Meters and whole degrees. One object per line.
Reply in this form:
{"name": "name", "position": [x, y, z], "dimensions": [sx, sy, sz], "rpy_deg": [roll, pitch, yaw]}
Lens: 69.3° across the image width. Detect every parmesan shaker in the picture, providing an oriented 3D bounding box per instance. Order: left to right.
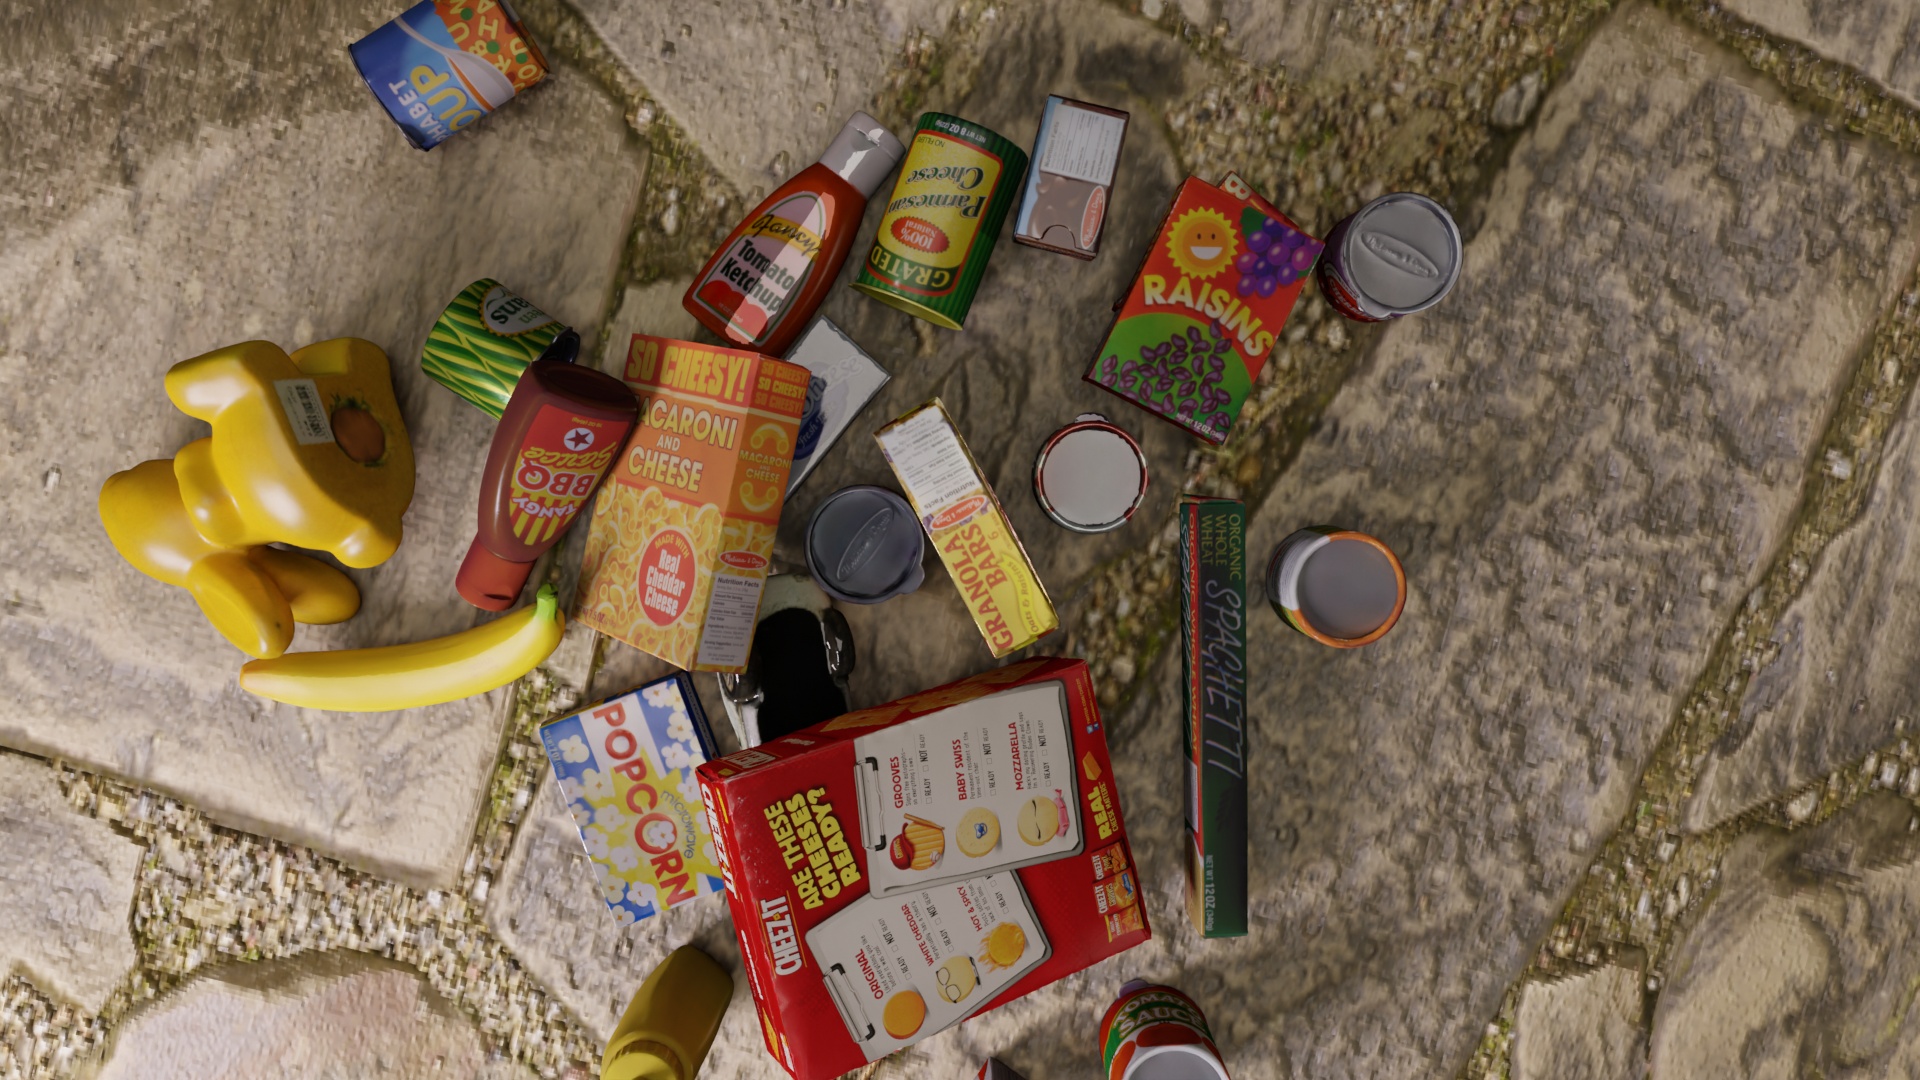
{"name": "parmesan shaker", "position": [-0.013, -0.178, 0.774], "dimensions": [0.071, 0.071, 0.103], "rpy_deg": [21, 92, -1]}

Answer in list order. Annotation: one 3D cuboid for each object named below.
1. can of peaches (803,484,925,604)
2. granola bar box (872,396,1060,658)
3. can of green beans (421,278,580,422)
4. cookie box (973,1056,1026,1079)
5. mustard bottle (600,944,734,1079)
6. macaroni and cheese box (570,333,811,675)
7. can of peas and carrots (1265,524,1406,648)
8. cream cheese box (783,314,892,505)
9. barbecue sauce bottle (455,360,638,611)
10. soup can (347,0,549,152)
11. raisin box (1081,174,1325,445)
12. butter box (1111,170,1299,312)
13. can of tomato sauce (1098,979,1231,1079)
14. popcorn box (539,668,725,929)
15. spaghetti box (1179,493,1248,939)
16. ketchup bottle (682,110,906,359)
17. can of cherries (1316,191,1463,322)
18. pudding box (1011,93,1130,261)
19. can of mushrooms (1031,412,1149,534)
{"name": "can of peaches", "position": [-0.051, 0.003, 0.785], "dimensions": [0.071, 0.058, 0.071], "rpy_deg": [0, 92, -1]}
{"name": "granola bar box", "position": [0.003, -0.009, 0.732], "dimensions": [0.039, 0.165, 0.124], "rpy_deg": [-28, 92, 0]}
{"name": "can of green beans", "position": [-0.256, -0.104, 0.775], "dimensions": [0.058, 0.071, 0.071], "rpy_deg": [34, 92, -1]}
{"name": "cookie box", "position": [0.051, 0.404, 0.812], "dimensions": [0.167, 0.040, 0.123], "rpy_deg": [35, 92, -2]}
{"name": "mustard bottle", "position": [-0.162, 0.272, 0.745], "dimensions": [0.049, 0.160, 0.065], "rpy_deg": [38, 94, -3]}
{"name": "macaroni and cheese box", "position": [-0.149, -0.023, 0.758], "dimensions": [0.124, 0.040, 0.166], "rpy_deg": [15, 93, 43]}
{"name": "can of peas and carrots", "position": [0.215, 0.026, 0.788], "dimensions": [0.071, 0.059, 0.071], "rpy_deg": [0, 93, 0]}
{"name": "cream cheese box", "position": [-0.091, -0.073, 0.798], "dimensions": [0.053, 0.024, 0.104], "rpy_deg": [40, 92, -2]}
{"name": "barbecue sauce bottle", "position": [-0.236, -0.027, 0.769], "dimensions": [0.065, 0.044, 0.148], "rpy_deg": [12, 121, -40]}
{"name": "soup can", "position": [-0.280, -0.263, 0.767], "dimensions": [0.084, 0.071, 0.071], "rpy_deg": [-32, 93, 1]}
{"name": "raisin box", "position": [0.133, -0.125, 0.765], "dimensions": [0.086, 0.040, 0.123], "rpy_deg": [26, 94, -1]}
{"name": "butter box", "position": [0.140, -0.156, 0.796], "dimensions": [0.053, 0.024, 0.103], "rpy_deg": [41, 92, -3]}
{"name": "can of tomato sauce", "position": [0.115, 0.297, 0.786], "dimensions": [0.071, 0.083, 0.071], "rpy_deg": [0, 93, 0]}
{"name": "popcorn box", "position": [-0.177, 0.147, 0.800], "dimensions": [0.085, 0.038, 0.126], "rpy_deg": [-21, 93, 0]}
{"name": "spaghetti box", "position": [0.145, 0.098, 0.795], "dimensions": [0.029, 0.050, 0.249], "rpy_deg": [-1, 92, -2]}
{"name": "ketchup bottle", "position": [-0.089, -0.173, 0.785], "dimensions": [0.065, 0.043, 0.149], "rpy_deg": [38, 91, 5]}
{"name": "can of cherries", "position": [0.238, -0.156, 0.780], "dimensions": [0.071, 0.058, 0.071], "rpy_deg": [0, 93, -1]}
{"name": "pudding box", "position": [0.062, -0.206, 0.791], "dimensions": [0.050, 0.030, 0.083], "rpy_deg": [13, 93, -2]}
{"name": "can of mushrooms", "position": [0.074, -0.039, 0.797], "dimensions": [0.071, 0.033, 0.071], "rpy_deg": [0, 93, 0]}
